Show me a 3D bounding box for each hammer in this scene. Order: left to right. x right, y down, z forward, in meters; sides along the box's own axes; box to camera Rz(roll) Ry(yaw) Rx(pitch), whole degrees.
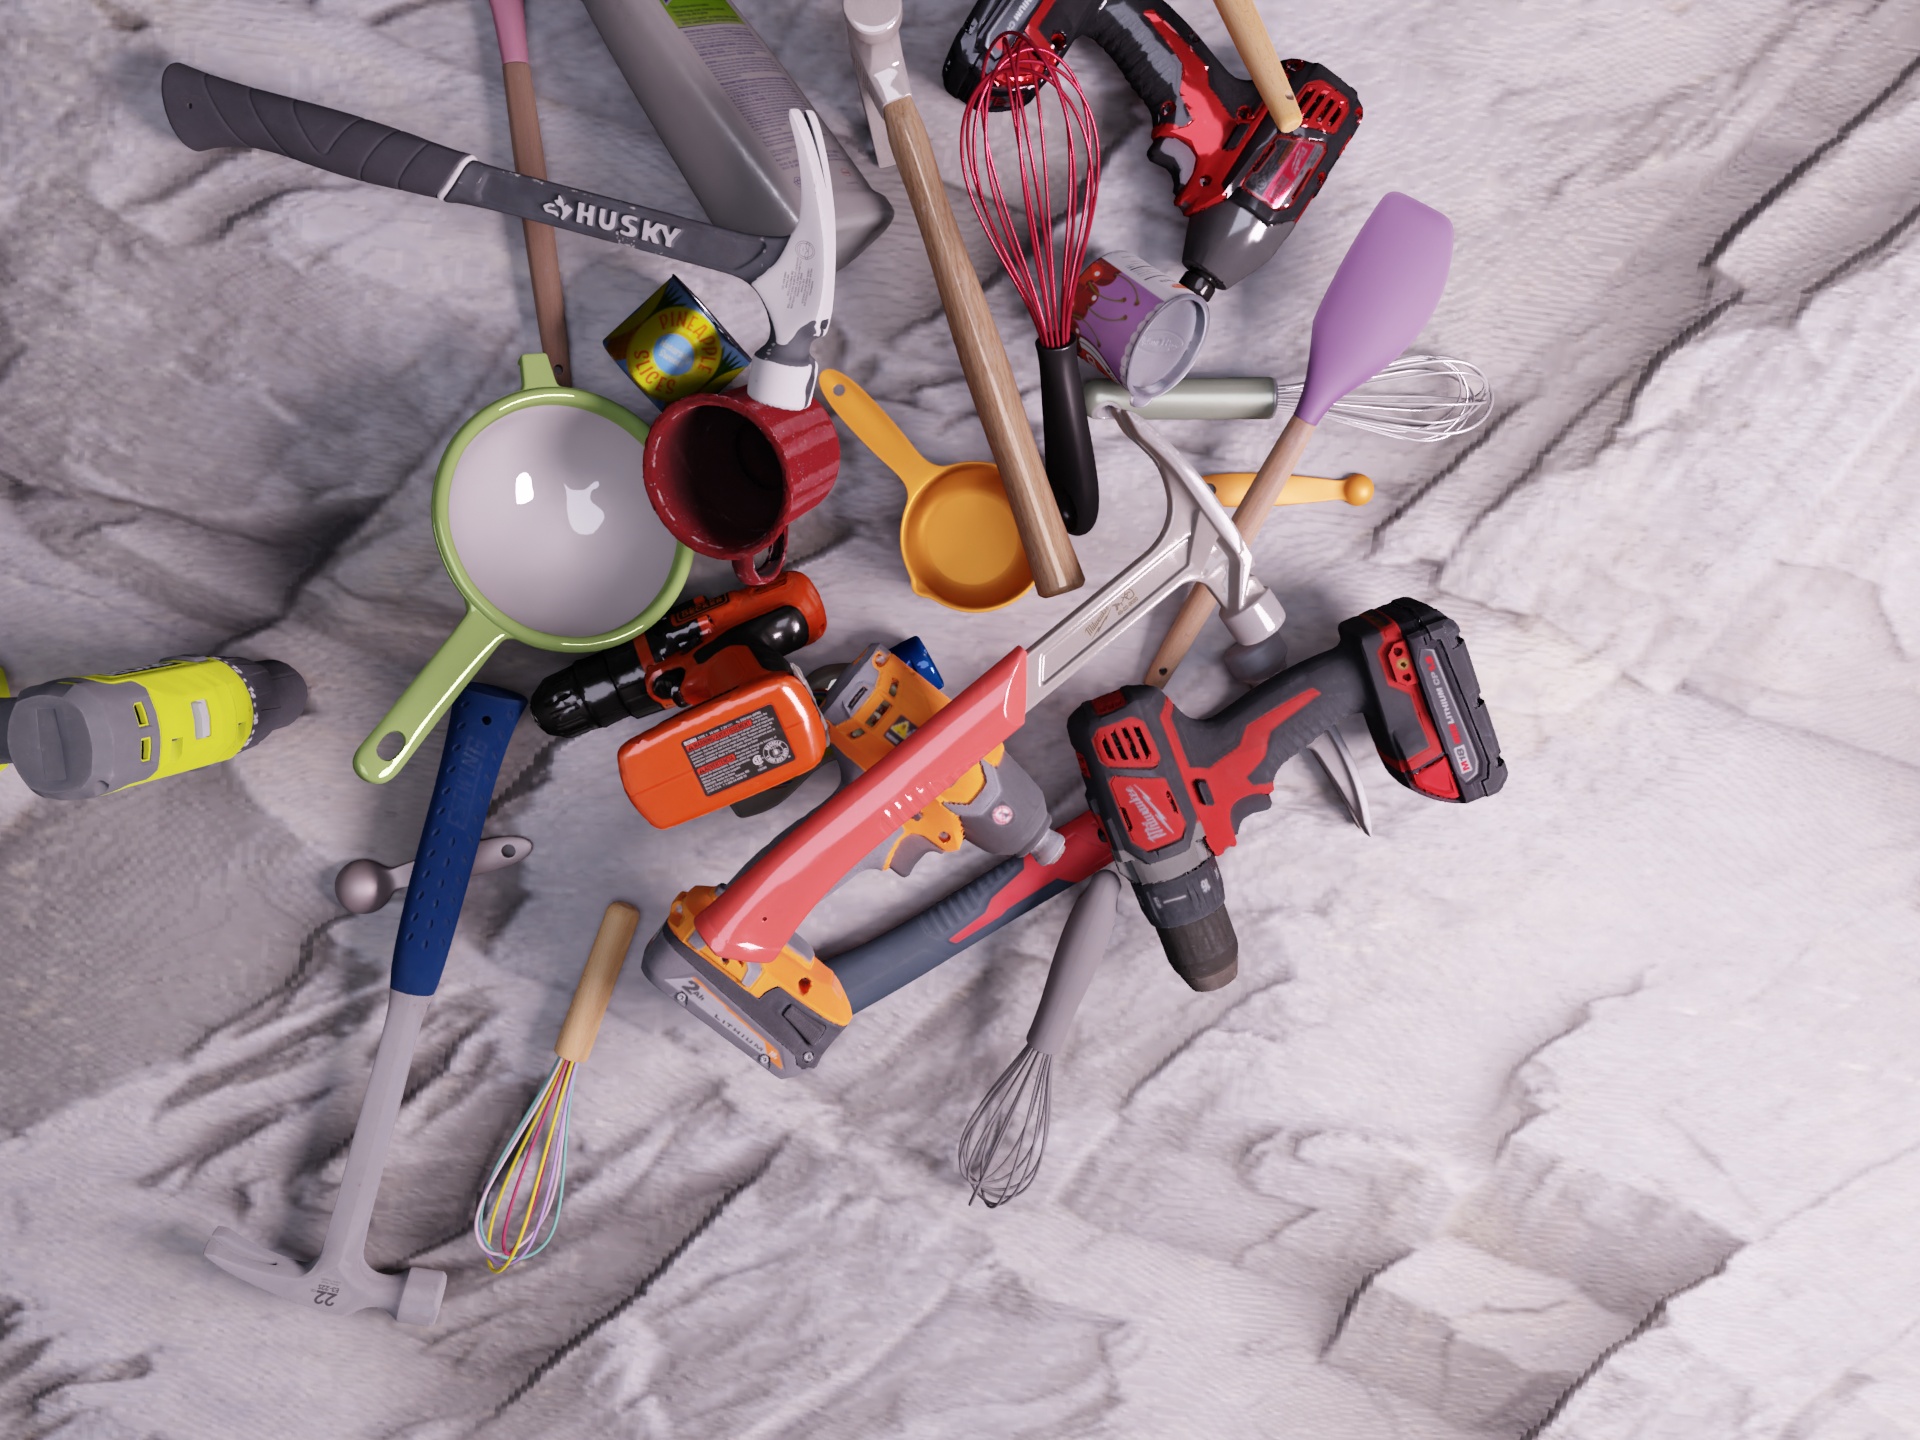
[{"bbox_3d":[-0.341,0.172,0.964,0.144,0.035,0.405,15,98,-14],"label":"hammer"},{"bbox_3d":[-0.255,-0.294,0.862,0.409,0.036,0.149,18,112,11],"label":"hammer"},{"bbox_3d":[-0.001,-0.003,0.853,0.359,0.037,0.149,-39,107,-1],"label":"hammer"},{"bbox_3d":[0.003,-0.227,0.878,0.031,0.130,0.331,-19,94,0],"label":"hammer"},{"bbox_3d":[0.063,0.103,0.983,0.386,0.038,0.143,-32,100,2],"label":"hammer"}]

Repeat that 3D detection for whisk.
[{"bbox_3d":[-0.247,0.230,0.987,0.051,0.047,0.245,21,93,-4],"label":"whisk"},{"bbox_3d":[0.050,0.197,0.971,0.055,0.055,0.239,18,106,-5],"label":"whisk"},{"bbox_3d":[0.050,-0.226,0.871,0.073,0.073,0.295,-12,129,-1],"label":"whisk"},{"bbox_3d":[0.193,-0.193,0.947,0.246,0.057,0.059,0,64,1],"label":"whisk"}]

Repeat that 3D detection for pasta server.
[{"bbox_3d":[-0.250,-0.347,0.907,0.060,0.040,0.316,-8,100,-12],"label":"pasta server"}]

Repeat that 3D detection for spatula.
[{"bbox_3d":[0.190,-0.151,0.929,0.059,0.018,0.316,27,109,-4],"label":"spatula"}]

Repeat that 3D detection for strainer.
[{"bbox_3d":[-0.261,-0.069,0.900,0.151,0.069,0.256,41,69,-22],"label":"strainer"}]

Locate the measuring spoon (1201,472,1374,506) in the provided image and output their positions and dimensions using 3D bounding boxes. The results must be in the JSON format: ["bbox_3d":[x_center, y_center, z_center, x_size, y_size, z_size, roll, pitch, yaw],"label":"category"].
[{"bbox_3d":[0.195,-0.140,0.966,0.117,0.011,0.021,0,98,-2],"label":"measuring spoon"}]

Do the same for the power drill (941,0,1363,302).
[{"bbox_3d":[0.105,-0.347,0.904,0.219,0.078,0.143,32,95,-9],"label":"power drill"}]

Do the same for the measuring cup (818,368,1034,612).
[{"bbox_3d":[-0.021,-0.138,0.940,0.095,0.052,0.173,-43,92,2],"label":"measuring cup"}]

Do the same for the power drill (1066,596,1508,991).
[{"bbox_3d":[0.192,0.043,0.925,0.226,0.080,0.188,-21,101,3],"label":"power drill"}]

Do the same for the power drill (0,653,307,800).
[{"bbox_3d":[-0.504,0.000,0.888,0.228,0.190,0.080,-2,99,12],"label":"power drill"}]

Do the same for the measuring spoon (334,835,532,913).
[{"bbox_3d":[-0.324,0.092,0.975,0.124,0.018,0.034,-14,98,-1],"label":"measuring spoon"}]

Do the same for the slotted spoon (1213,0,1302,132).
[{"bbox_3d":[0.117,-0.457,0.867,0.070,0.031,0.314,-17,79,-29],"label":"slotted spoon"}]

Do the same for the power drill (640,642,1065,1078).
[{"bbox_3d":[-0.057,0.091,0.917,0.164,0.084,0.226,38,93,-6],"label":"power drill"}]
